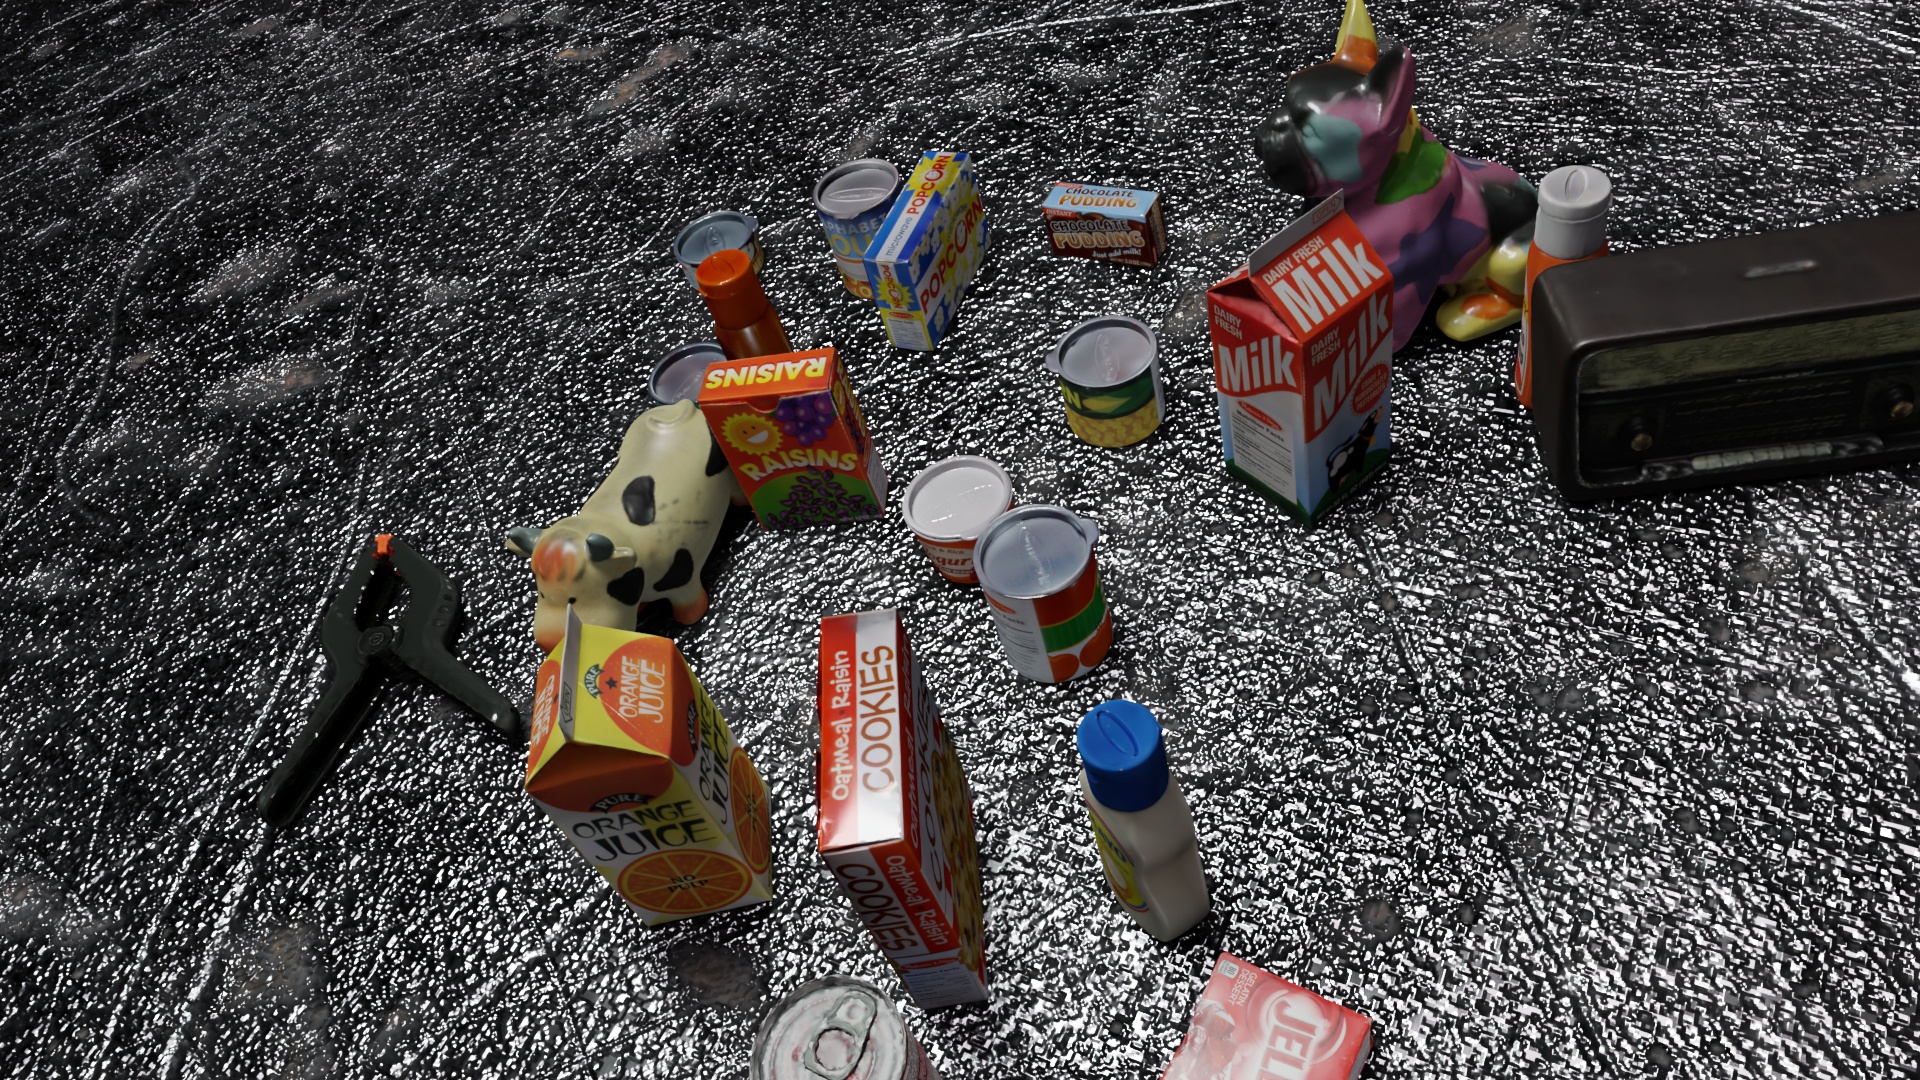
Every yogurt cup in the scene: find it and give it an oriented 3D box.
[{"bbox_3d":[0.003,-0.011,0.853,0.072,0.053,0.073,-8,48,10],"label":"yogurt cup"}]

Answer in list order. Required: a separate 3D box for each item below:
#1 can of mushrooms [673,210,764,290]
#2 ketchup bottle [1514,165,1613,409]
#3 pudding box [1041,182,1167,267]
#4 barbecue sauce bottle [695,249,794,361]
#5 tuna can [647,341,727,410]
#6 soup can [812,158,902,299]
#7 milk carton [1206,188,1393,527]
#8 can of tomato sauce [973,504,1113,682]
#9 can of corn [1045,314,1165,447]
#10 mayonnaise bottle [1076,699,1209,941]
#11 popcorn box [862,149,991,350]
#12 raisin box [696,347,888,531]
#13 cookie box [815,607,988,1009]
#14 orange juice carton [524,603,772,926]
[{"bbox_3d":[-0.191,-0.232,1.116,0.071,0.033,0.071,-8,48,10],"label":"can of mushrooms"},{"bbox_3d":[0.350,-0.145,0.804,0.043,0.148,0.065,8,53,22],"label":"ketchup bottle"},{"bbox_3d":[0.106,-0.232,1.018,0.084,0.049,0.030,14,56,26],"label":"pudding box"},{"bbox_3d":[-0.135,-0.126,0.930,0.044,0.147,0.065,-34,49,-13],"label":"barbecue sauce bottle"},{"bbox_3d":[-0.189,-0.110,1.010,0.071,0.032,0.071,-8,48,10],"label":"tuna can"},{"bbox_3d":[-0.069,-0.232,1.046,0.071,0.083,0.072,-8,49,10],"label":"soup can"},{"bbox_3d":[0.193,-0.105,0.787,0.072,0.189,0.073,-37,50,-16],"label":"milk carton"},{"bbox_3d":[0.050,0.030,0.785,0.071,0.082,0.071,-8,49,10],"label":"can of tomato sauce"},{"bbox_3d":[0.095,-0.102,0.903,0.071,0.058,0.071,-8,48,10],"label":"can of corn"},{"bbox_3d":[0.083,0.129,0.646,0.041,0.147,0.065,-31,49,-11],"label":"mayonnaise bottle"},{"bbox_3d":[-0.023,-0.212,1.014,0.038,0.084,0.127,8,53,23],"label":"popcorn box"},{"bbox_3d":[-0.104,-0.061,0.882,0.086,0.122,0.040,-5,49,13],"label":"raisin box"},{"bbox_3d":[-0.027,0.131,0.663,0.040,0.166,0.123,-12,48,7],"label":"cookie box"},{"bbox_3d":[-0.159,0.115,0.699,0.073,0.191,0.072,-13,48,5],"label":"orange juice carton"}]
